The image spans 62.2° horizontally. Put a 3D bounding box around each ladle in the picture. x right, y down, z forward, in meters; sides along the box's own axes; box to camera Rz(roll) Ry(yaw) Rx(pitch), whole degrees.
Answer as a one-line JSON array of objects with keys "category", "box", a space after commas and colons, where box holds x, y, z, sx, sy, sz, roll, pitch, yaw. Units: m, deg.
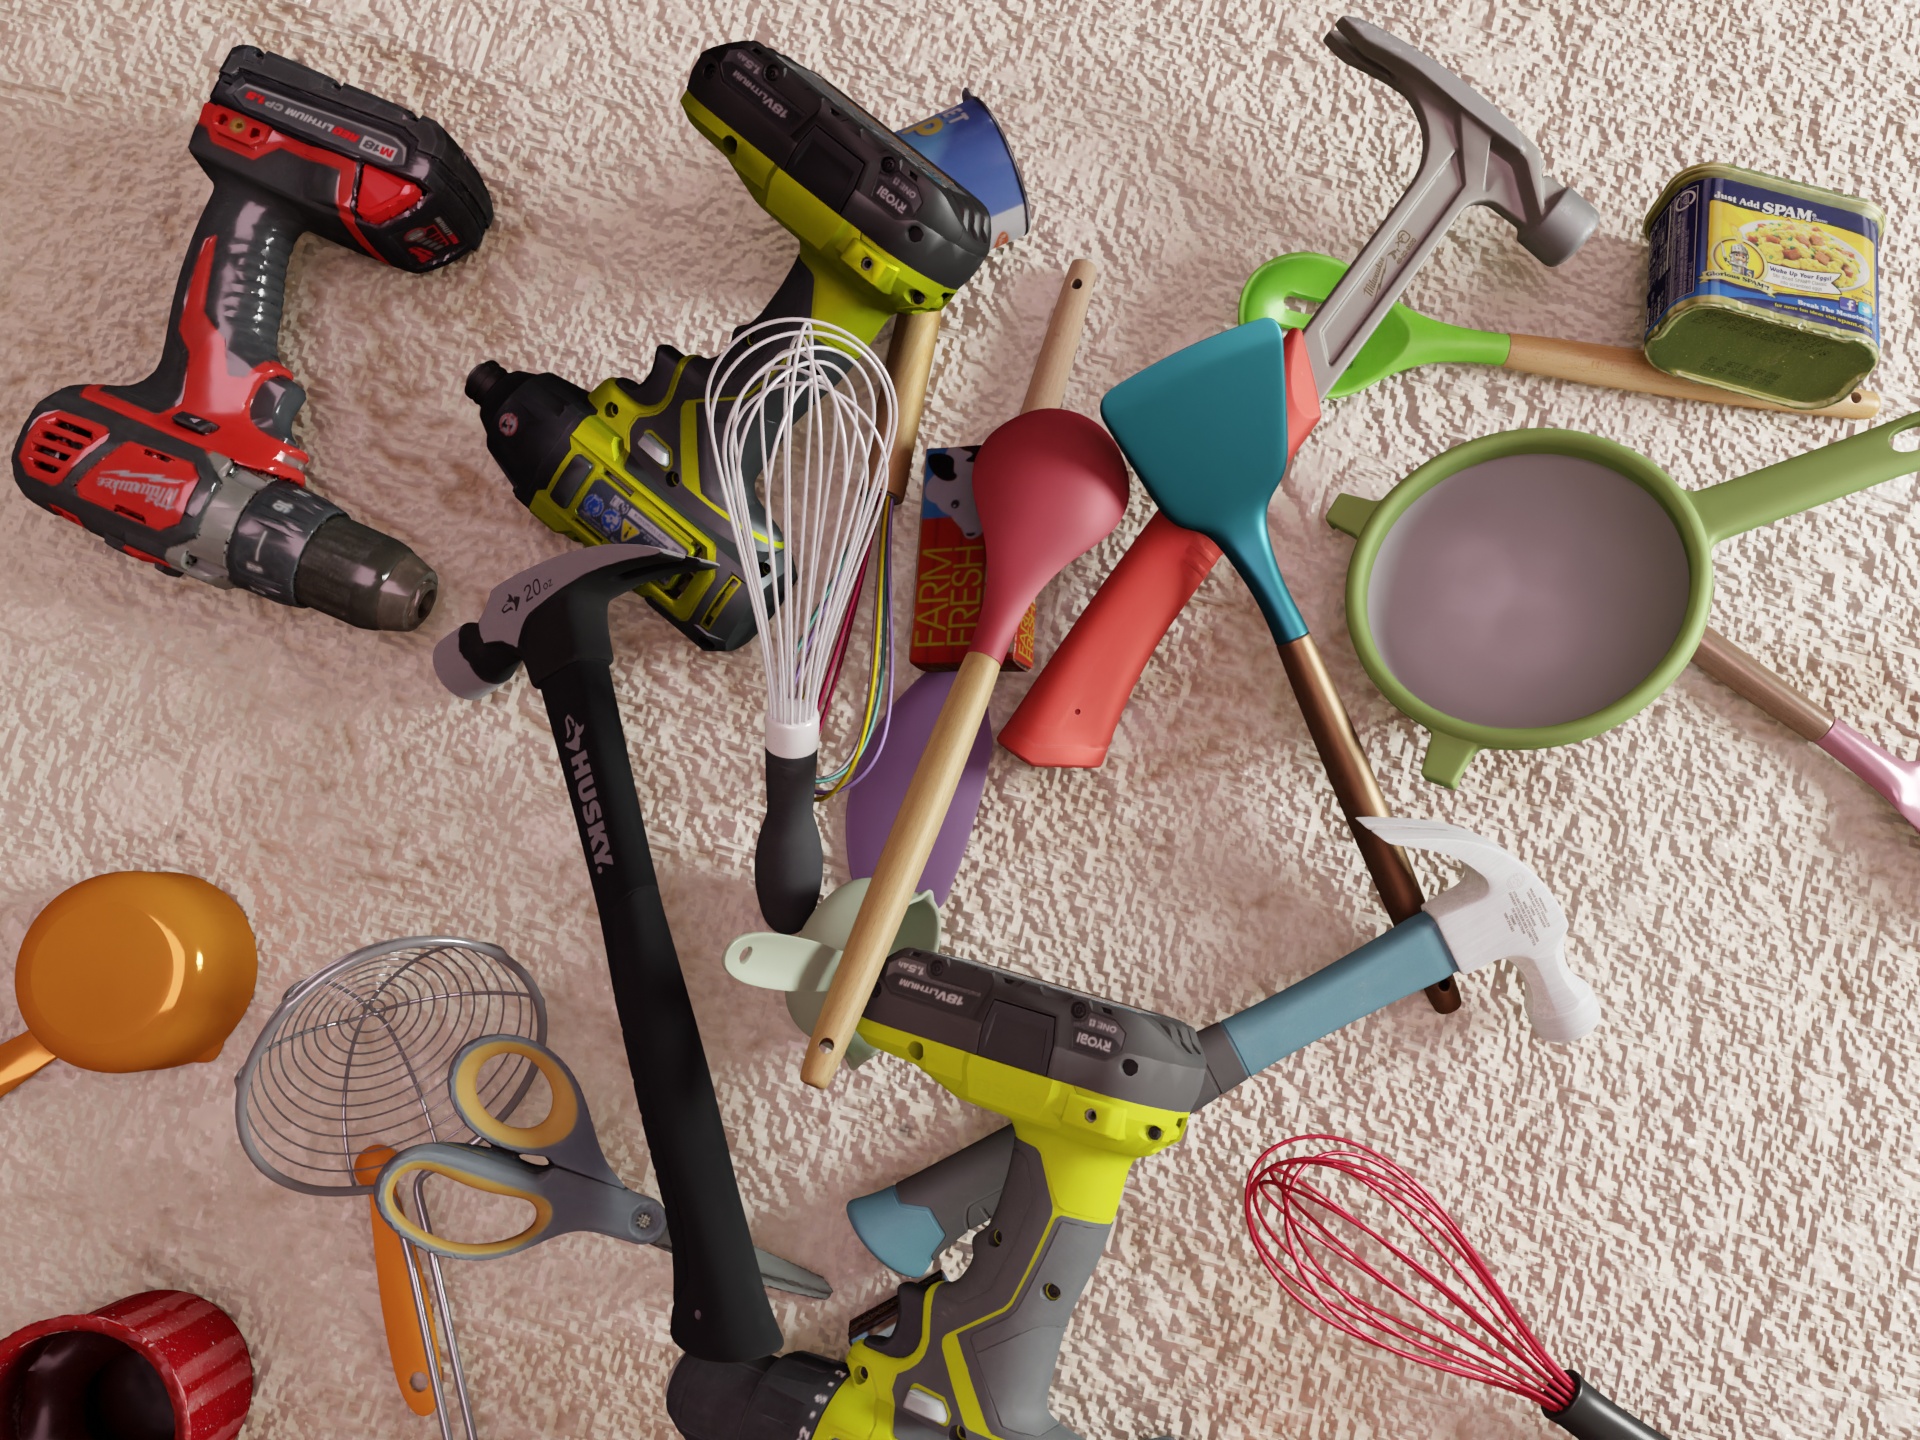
[{"category": "ladle", "box": [-0.001, -0.002, 0.645, 0.069, 0.031, 0.315, 20, 70, 4]}]

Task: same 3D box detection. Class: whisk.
[{"category": "whisk", "box": [-0.044, -0.082, 0.728, 0.051, 0.047, 0.245, 14, 77, -12]}, {"category": "whisk", "box": [0.240, 0.276, 0.677, 0.296, 0.073, 0.073, 38, 82, -3]}, {"category": "whisk", "box": [-0.068, -0.024, 0.637, 0.070, 0.070, 0.284, 5, 124, -1]}]

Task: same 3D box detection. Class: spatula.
[{"category": "spatula", "box": [0.155, -0.011, 0.686, 0.082, 0.044, 0.317, -25, 98, -3]}, {"category": "spatula", "box": [0.012, -0.069, 0.737, 0.060, 0.018, 0.316, 16, 82, 9]}]

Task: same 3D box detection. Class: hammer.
[{"category": "hammer", "box": [0.106, 0.150, 0.685, 0.331, 0.033, 0.128, -28, 103, 0]}, {"category": "hammer", "box": [-0.126, 0.086, 0.641, 0.146, 0.035, 0.335, -27, 71, 29]}, {"category": "hammer", "box": [0.126, -0.132, 0.716, 0.149, 0.037, 0.359, 37, 89, -5]}]

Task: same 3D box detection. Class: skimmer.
[{"category": "skimmer", "box": [-0.201, 0.270, 0.646, 0.127, 0.090, 0.363, -10, 84, -35]}]

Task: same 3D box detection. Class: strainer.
[{"category": "strainer", "box": [0.300, -0.068, 0.696, 0.256, 0.069, 0.152, -21, 63, 14]}]

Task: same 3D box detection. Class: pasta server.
[{"category": "pasta server", "box": [0.378, -0.015, 0.730, 0.316, 0.040, 0.060, 36, 70, 5]}]

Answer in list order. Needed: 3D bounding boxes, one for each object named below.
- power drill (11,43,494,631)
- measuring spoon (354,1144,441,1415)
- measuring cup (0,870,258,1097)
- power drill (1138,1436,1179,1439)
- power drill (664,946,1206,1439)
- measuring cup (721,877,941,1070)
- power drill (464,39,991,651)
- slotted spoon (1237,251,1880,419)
[{"category": "power drill", "box": [-0.291, -0.161, 0.714, 0.188, 0.080, 0.227, 23, 85, 2]}, {"category": "measuring spoon", "box": [-0.243, 0.242, 0.687, 0.021, 0.011, 0.117, -14, 82, -4]}, {"category": "measuring cup", "box": [-0.391, 0.131, 0.678, 0.173, 0.052, 0.095, -33, 84, -8]}, {"category": "power drill", "box": [0.163, 0.369, 0.606, 0.226, 0.164, 0.084, 29, 82, 0]}, {"category": "power drill", "box": [-0.009, 0.211, 0.622, 0.191, 0.080, 0.228, 12, 83, 25]}, {"category": "measuring cup", "box": [-0.062, 0.095, 0.642, 0.038, 0.167, 0.083, 22, 87, 27]}, {"category": "power drill", "box": [-0.106, -0.164, 0.685, 0.171, 0.080, 0.223, 40, 109, 5]}, {"category": "slotted spoon", "box": [0.283, -0.170, 0.756, 0.313, 0.031, 0.070, 8, 82, -2]}]
